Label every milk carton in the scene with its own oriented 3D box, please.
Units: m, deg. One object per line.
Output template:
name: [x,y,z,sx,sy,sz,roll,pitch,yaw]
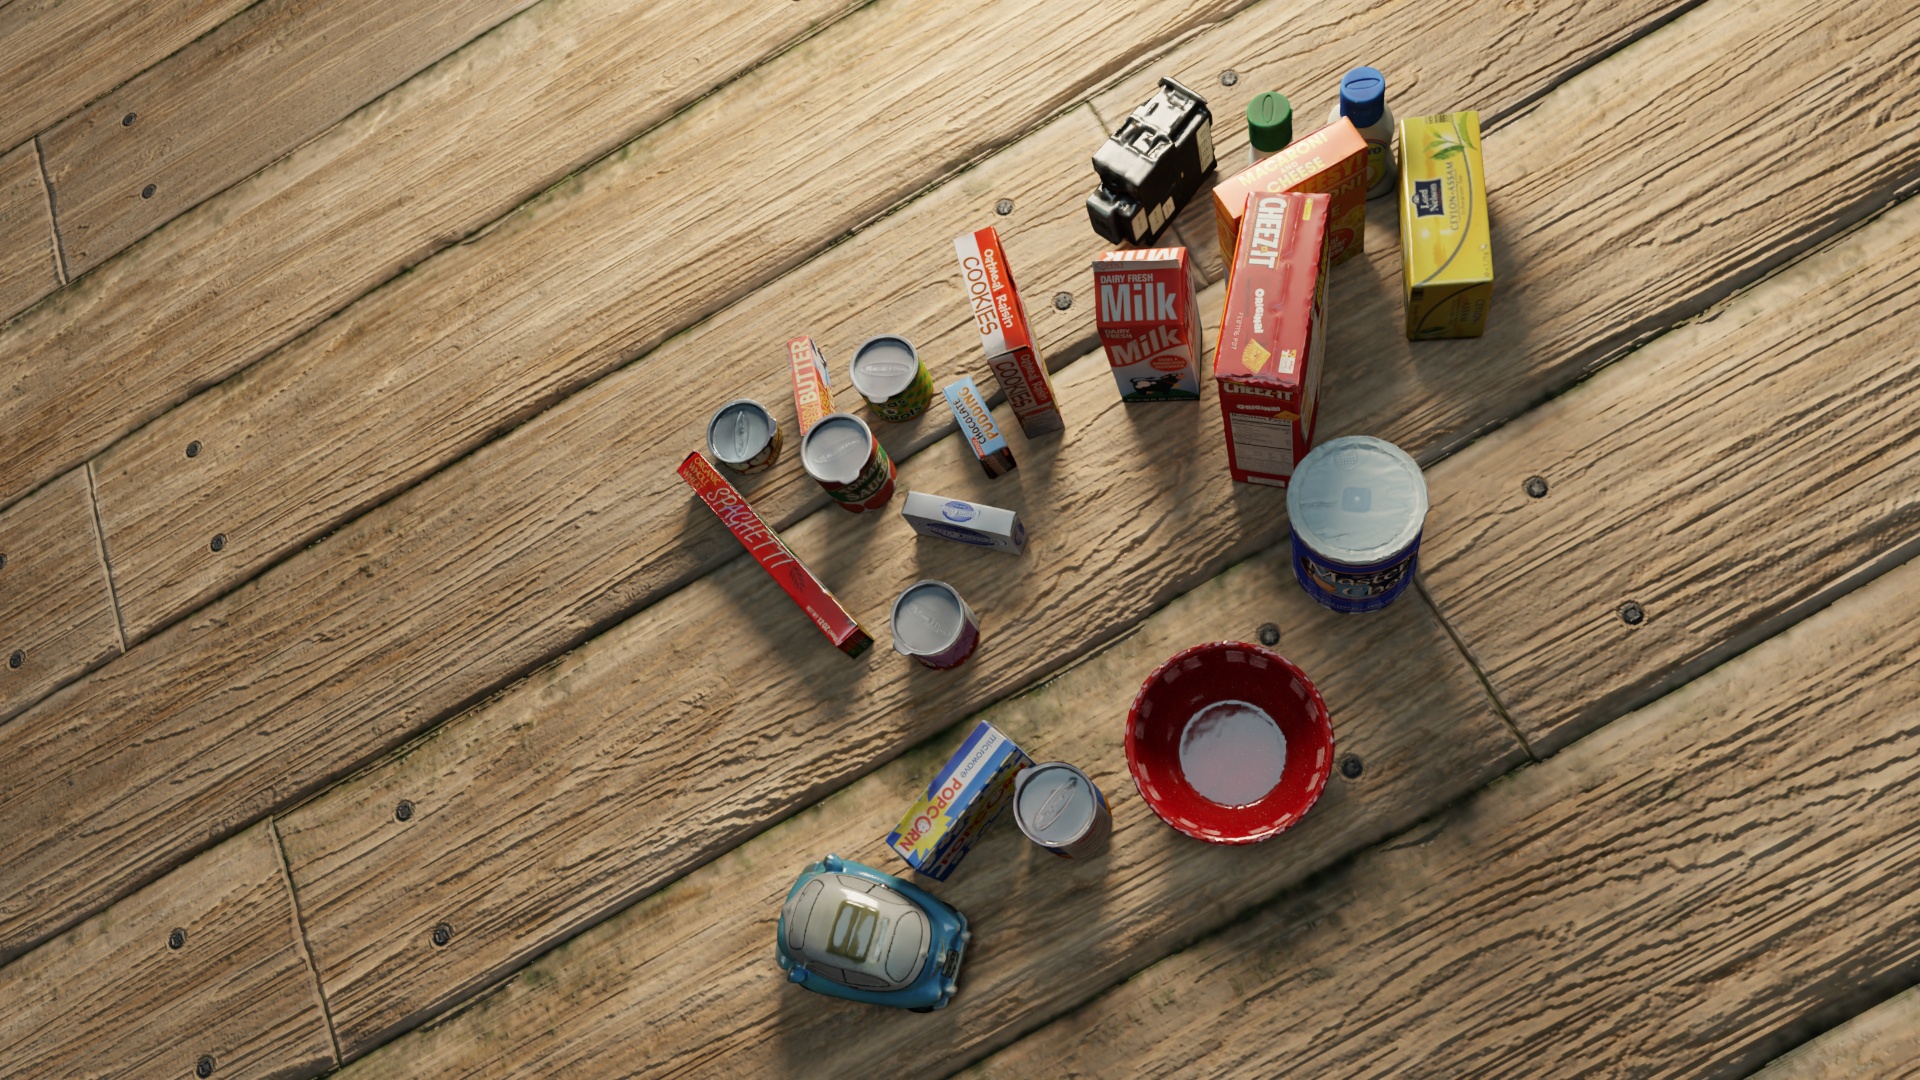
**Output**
milk carton: [0.160,-0.189,1.175,0.072,0.190,0.073,0,71,15]

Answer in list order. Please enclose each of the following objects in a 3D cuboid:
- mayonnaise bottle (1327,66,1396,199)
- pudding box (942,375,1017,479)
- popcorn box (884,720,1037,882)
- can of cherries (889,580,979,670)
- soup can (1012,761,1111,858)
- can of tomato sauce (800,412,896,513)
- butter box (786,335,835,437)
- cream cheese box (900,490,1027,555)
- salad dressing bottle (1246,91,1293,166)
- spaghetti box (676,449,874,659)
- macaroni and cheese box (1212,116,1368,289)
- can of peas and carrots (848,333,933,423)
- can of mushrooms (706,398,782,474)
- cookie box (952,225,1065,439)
mayonnaise bottle: [0.348,-0.351,1.209,0.065,0.147,0.041,-6,70,13]
pudding box: [0.017,-0.102,1.257,0.030,0.049,0.084,-28,66,3]
popcorn box: [0.003,0.212,1.126,0.038,0.085,0.127,37,83,23]
can of cherries: [-0.024,0.076,1.197,0.071,0.058,0.072,-5,70,13]
soup can: [0.081,0.214,1.106,0.071,0.083,0.071,-5,70,13]
can of tomato sauce: [-0.098,-0.067,1.256,0.071,0.083,0.071,-5,70,13]
butter box: [-0.138,-0.136,1.308,0.024,0.053,0.104,-15,67,9]
cream cheese box: [0.004,-0.015,1.226,0.104,0.053,0.024,12,74,18]
salad dressing bottle: [0.274,-0.336,1.223,0.044,0.147,0.064,1,71,15]
spaghetti box: [-0.171,0.011,1.264,0.029,0.050,0.250,-44,66,-3]
macaroni and cheese box: [0.283,-0.274,1.187,0.124,0.166,0.040,-28,66,3]
can of peas and carrots: [-0.063,-0.148,1.289,0.071,0.058,0.071,-5,70,13]
can of mushrooms: [-0.203,-0.098,1.321,0.071,0.033,0.071,-5,69,13]
cookie box: [0.045,-0.178,1.213,0.040,0.167,0.123,-18,67,8]
